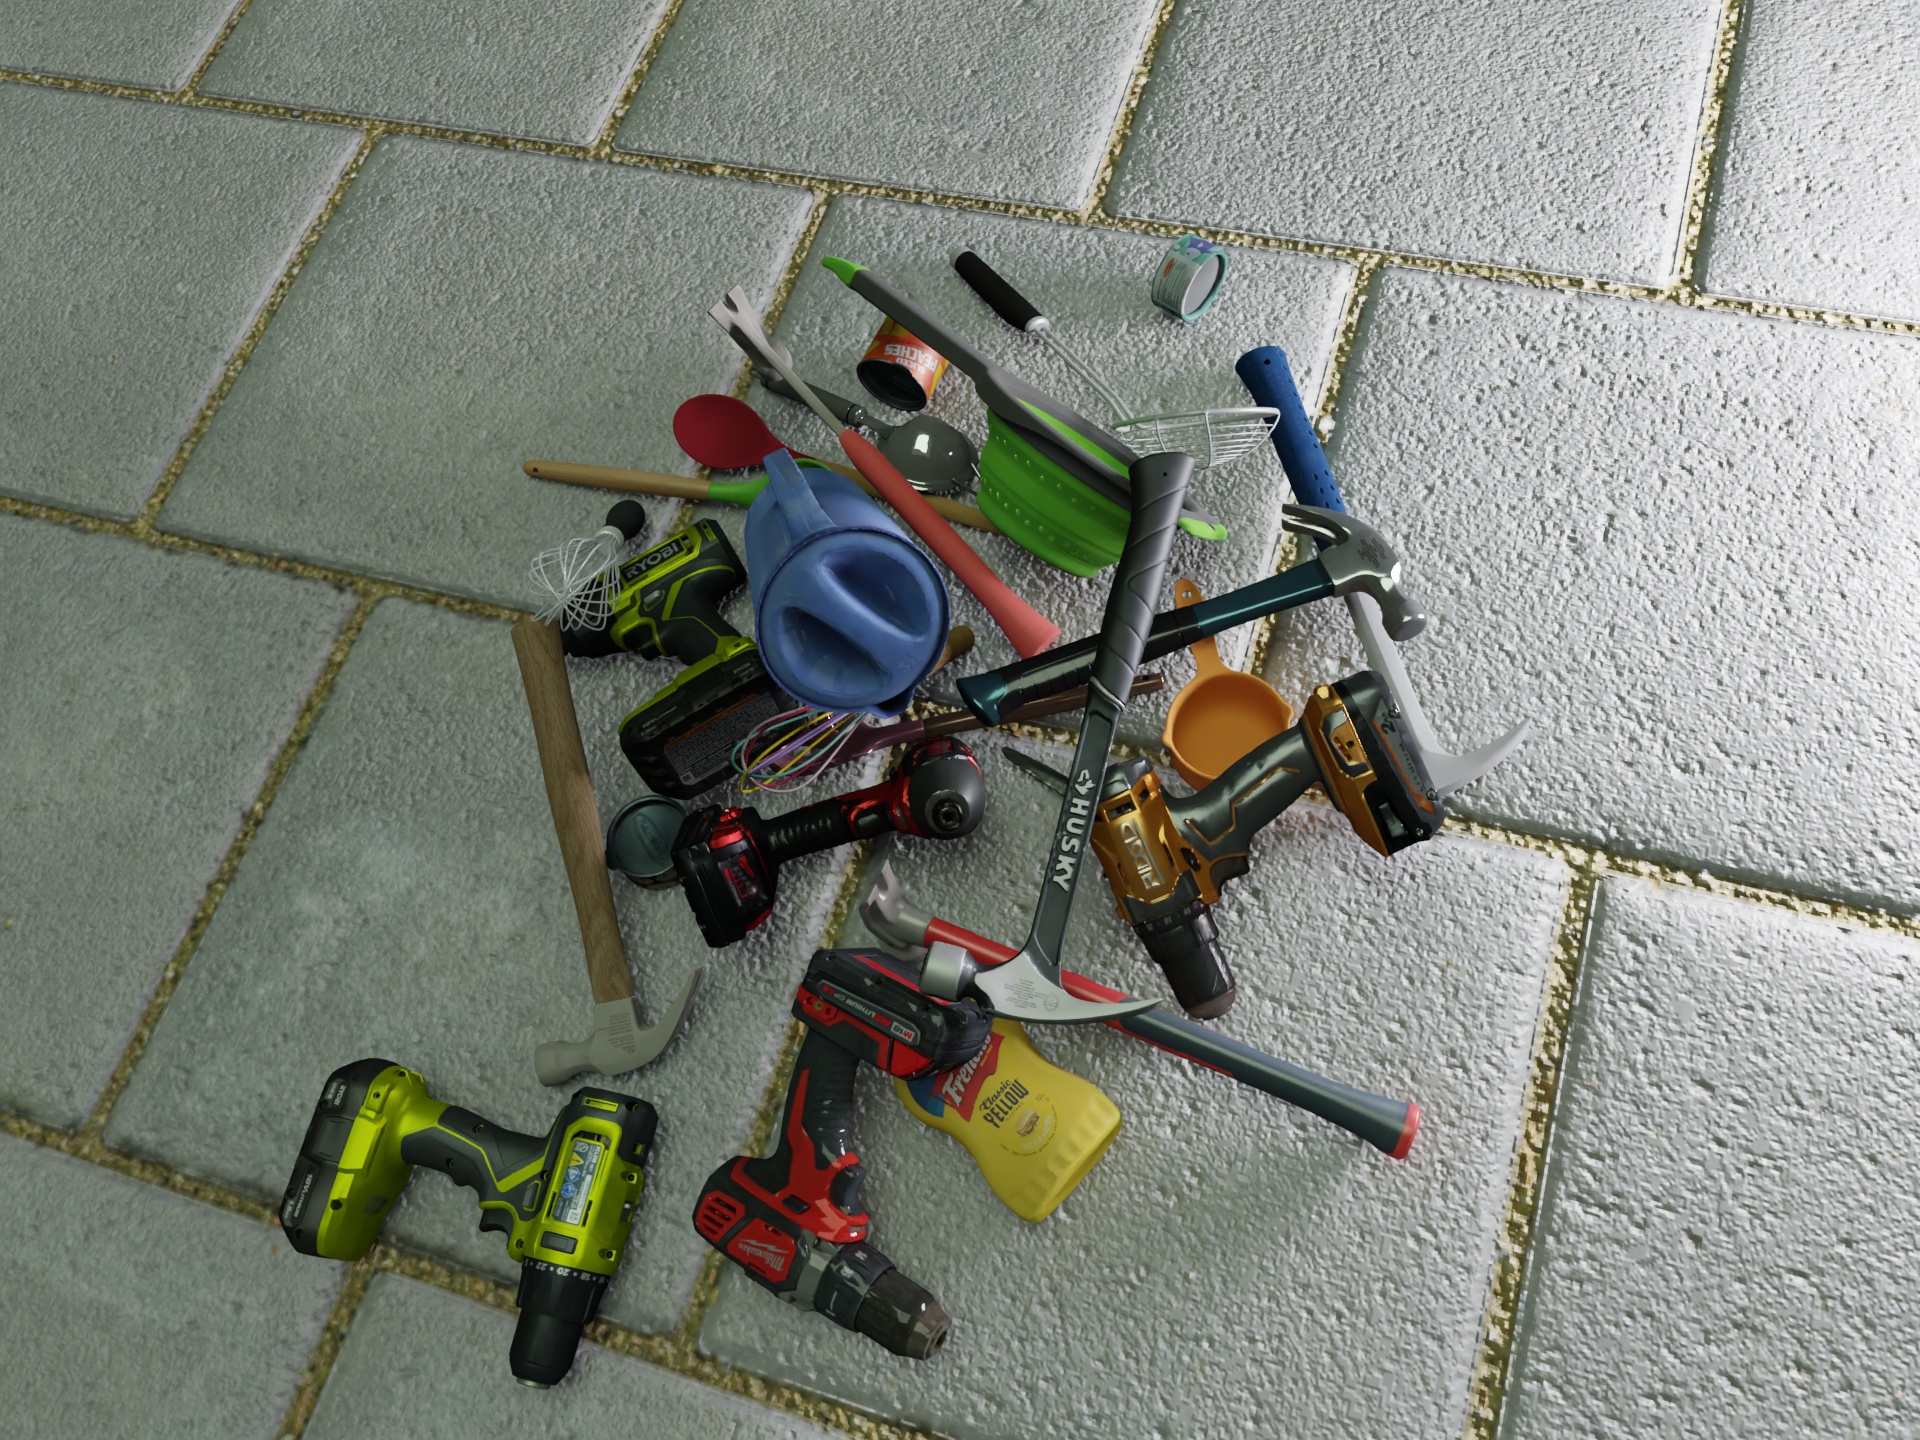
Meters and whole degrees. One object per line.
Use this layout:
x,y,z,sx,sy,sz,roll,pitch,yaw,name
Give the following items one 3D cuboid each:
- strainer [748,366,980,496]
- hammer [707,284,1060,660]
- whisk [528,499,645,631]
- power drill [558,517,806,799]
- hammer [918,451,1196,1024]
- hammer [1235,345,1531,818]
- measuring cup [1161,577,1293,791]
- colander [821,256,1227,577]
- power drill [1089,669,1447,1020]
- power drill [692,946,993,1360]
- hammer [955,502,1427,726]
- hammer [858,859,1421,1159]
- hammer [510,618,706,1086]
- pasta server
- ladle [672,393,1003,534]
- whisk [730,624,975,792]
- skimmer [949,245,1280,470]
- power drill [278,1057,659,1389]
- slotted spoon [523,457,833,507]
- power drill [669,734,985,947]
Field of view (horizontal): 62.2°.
-0.082,-0.255,1.341,0.259,0.050,0.087,27,52,25,strainer
-0.057,-0.187,1.233,0.036,0.149,0.359,-43,81,2,hammer
-0.278,-0.129,1.224,0.070,0.070,0.285,-13,20,3,whisk
-0.224,-0.049,1.227,0.171,0.080,0.223,-31,46,-5,power drill
0.097,0.002,1.047,0.149,0.036,0.409,15,72,4,hammer
0.298,-0.124,1.216,0.144,0.035,0.406,-16,63,2,hammer
0.187,-0.023,1.179,0.095,0.052,0.174,-14,61,3,measuring cup
0.020,-0.226,1.246,0.397,0.204,0.094,40,108,17,colander
0.209,0.084,1.078,0.226,0.084,0.185,-24,88,8,power drill
-0.059,0.279,1.028,0.188,0.080,0.226,25,94,25,power drill
0.158,-0.066,1.158,0.331,0.033,0.128,-19,60,0,hammer
0.114,0.192,1.050,0.386,0.143,0.038,21,70,14,hammer
-0.271,0.089,1.147,0.130,0.031,0.331,-13,87,4,hammer
-0.002,-0.004,1.210,0.316,0.040,0.060,-11,50,3,pasta server
-0.099,-0.206,1.329,0.315,0.031,0.069,20,70,16,ladle
-0.076,-0.012,1.179,0.051,0.047,0.245,21,41,36,whisk
0.109,-0.316,1.301,0.127,0.090,0.364,-10,48,-39,skimmer
-0.335,0.334,1.085,0.228,0.080,0.191,10,69,11,power drill
-0.232,-0.199,1.342,0.314,0.070,0.031,9,23,18,slotted spoon
-0.087,0.078,1.129,0.219,0.143,0.078,-20,102,0,power drill
